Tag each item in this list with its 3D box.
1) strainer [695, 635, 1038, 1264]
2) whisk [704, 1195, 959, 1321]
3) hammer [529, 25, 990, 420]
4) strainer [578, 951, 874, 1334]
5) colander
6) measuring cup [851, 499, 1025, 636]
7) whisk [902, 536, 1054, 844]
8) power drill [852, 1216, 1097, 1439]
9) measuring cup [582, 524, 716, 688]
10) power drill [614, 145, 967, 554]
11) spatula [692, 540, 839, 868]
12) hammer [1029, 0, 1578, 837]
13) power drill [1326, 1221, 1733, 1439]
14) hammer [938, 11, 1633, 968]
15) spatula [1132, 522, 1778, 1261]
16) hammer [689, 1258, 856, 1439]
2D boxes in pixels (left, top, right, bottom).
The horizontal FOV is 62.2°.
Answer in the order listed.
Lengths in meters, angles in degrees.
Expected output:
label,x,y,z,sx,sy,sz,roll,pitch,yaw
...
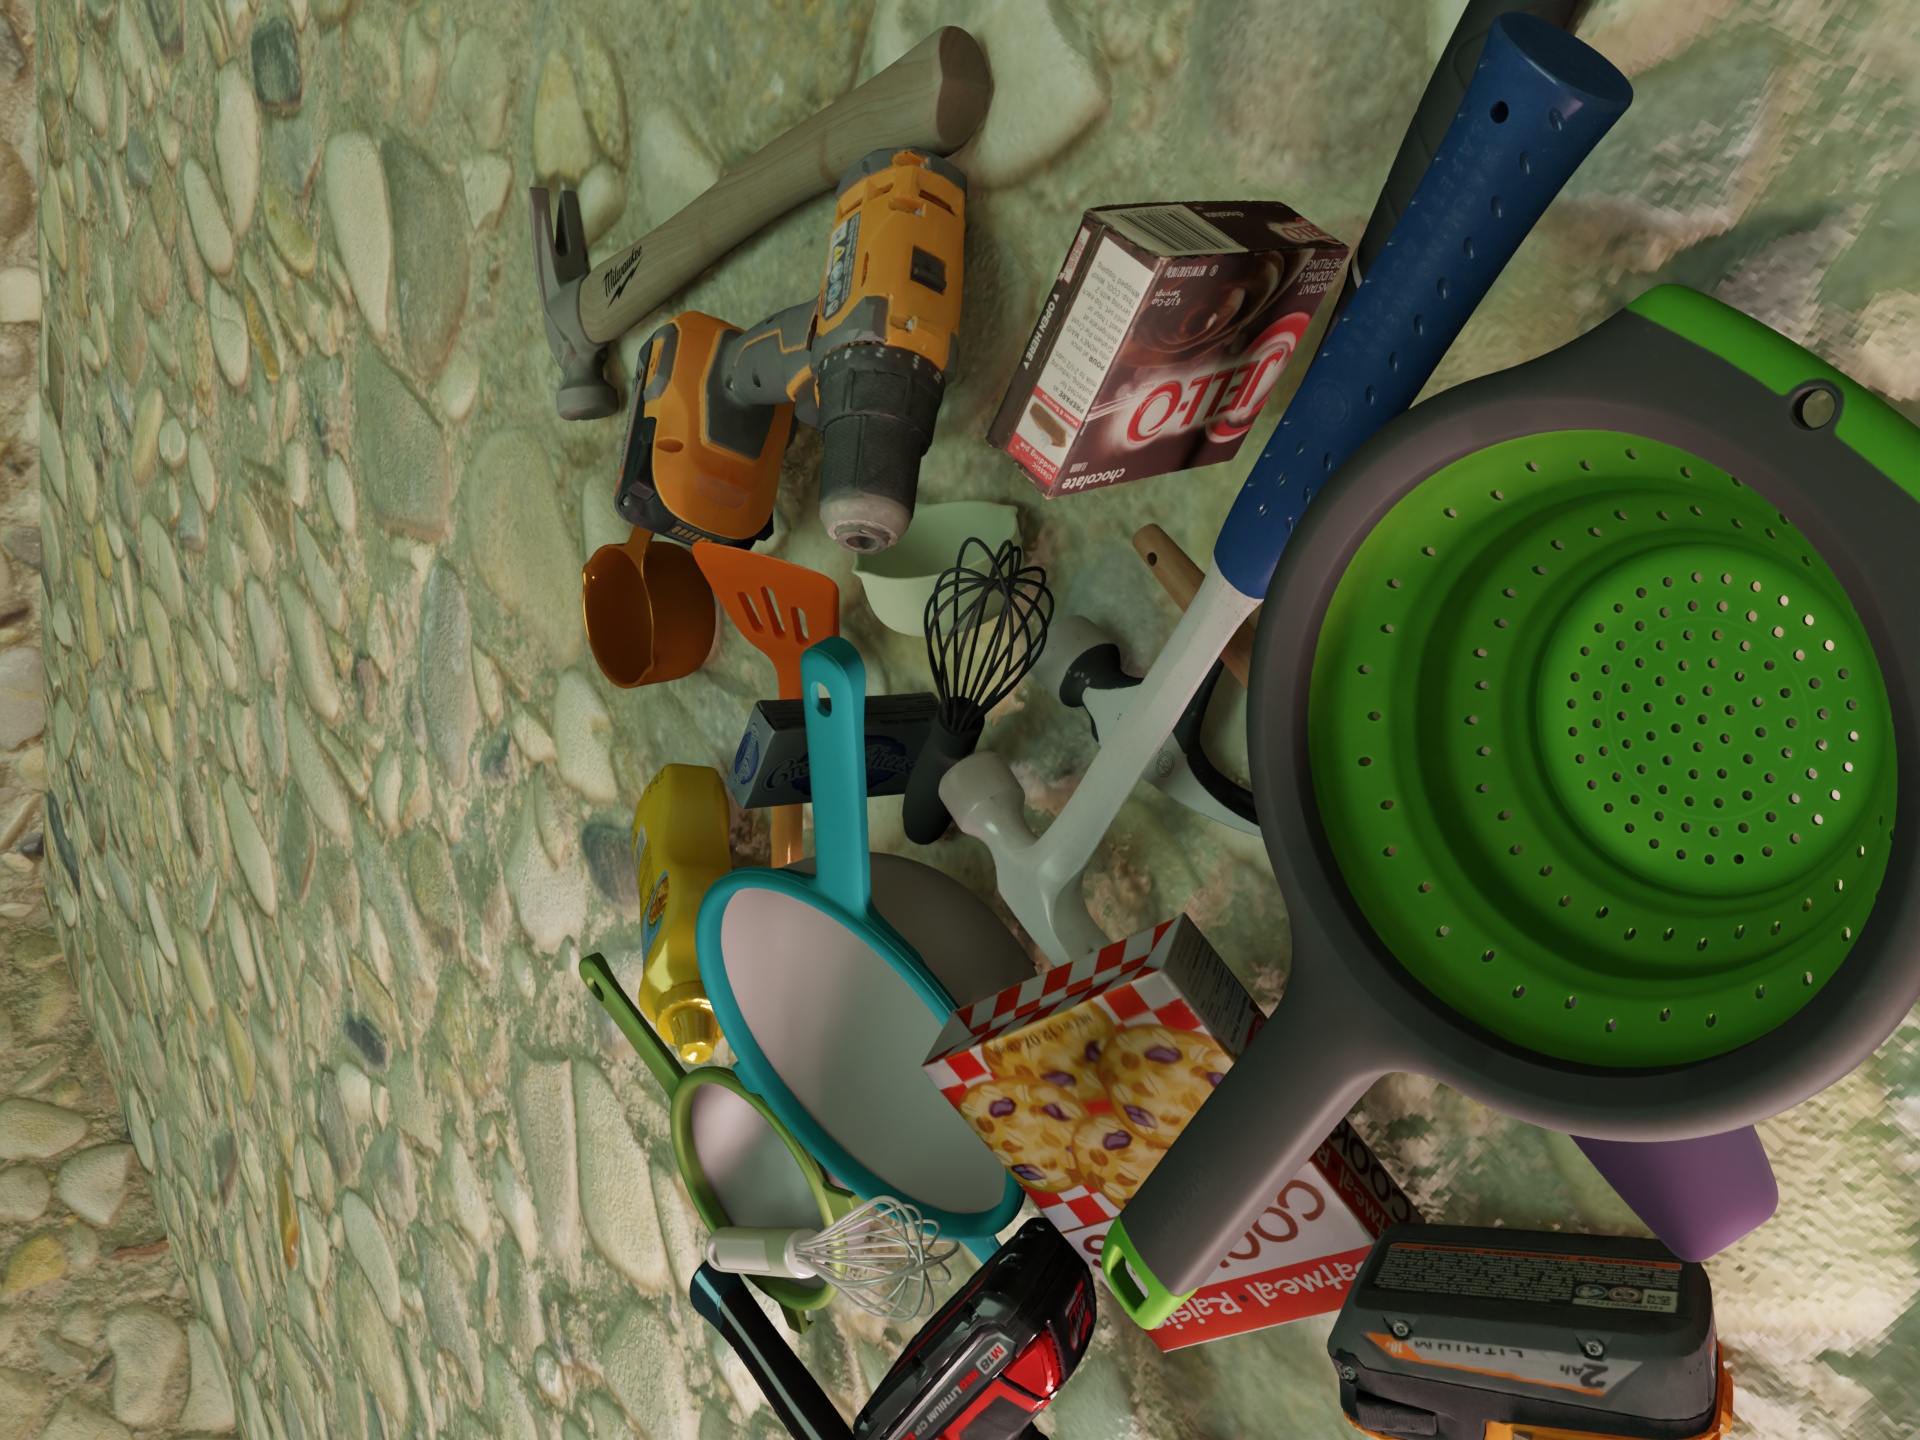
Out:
label,x,y,z,sx,sy,sz,roll,pitch,yaw
strainer,-0.026,0.090,0.736,0.211,0.095,0.340,28,135,32
whisk,-0.077,0.274,0.815,0.246,0.059,0.058,-26,78,55
hammer,-0.129,-0.282,0.860,0.411,0.038,0.146,-9,90,51
strainer,-0.131,0.222,0.939,0.257,0.069,0.151,45,136,25
colander,0.157,0.064,0.492,0.205,0.094,0.396,52,133,32
measuring cup,-0.025,-0.085,0.769,0.168,0.083,0.038,45,154,57
whisk,-0.002,-0.003,0.725,0.055,0.055,0.238,59,156,23
power drill,0.076,0.330,0.678,0.220,0.078,0.143,43,108,9
measuring cup,-0.172,-0.097,0.944,0.095,0.052,0.173,50,131,31
power drill,-0.082,-0.145,0.763,0.226,0.084,0.185,-19,60,49
spatula,-0.099,0.046,0.863,0.081,0.041,0.322,17,125,18
hammer,0.143,-0.134,0.565,0.149,0.036,0.408,46,131,32
power drill,0.186,0.296,0.544,0.164,0.084,0.226,-5,96,27
hammer,0.097,-0.040,0.552,0.144,0.035,0.405,56,143,26
spatula,0.156,0.040,0.551,0.316,0.018,0.059,54,134,27
hammer,-0.045,0.427,0.855,0.331,0.033,0.128,45,139,27
